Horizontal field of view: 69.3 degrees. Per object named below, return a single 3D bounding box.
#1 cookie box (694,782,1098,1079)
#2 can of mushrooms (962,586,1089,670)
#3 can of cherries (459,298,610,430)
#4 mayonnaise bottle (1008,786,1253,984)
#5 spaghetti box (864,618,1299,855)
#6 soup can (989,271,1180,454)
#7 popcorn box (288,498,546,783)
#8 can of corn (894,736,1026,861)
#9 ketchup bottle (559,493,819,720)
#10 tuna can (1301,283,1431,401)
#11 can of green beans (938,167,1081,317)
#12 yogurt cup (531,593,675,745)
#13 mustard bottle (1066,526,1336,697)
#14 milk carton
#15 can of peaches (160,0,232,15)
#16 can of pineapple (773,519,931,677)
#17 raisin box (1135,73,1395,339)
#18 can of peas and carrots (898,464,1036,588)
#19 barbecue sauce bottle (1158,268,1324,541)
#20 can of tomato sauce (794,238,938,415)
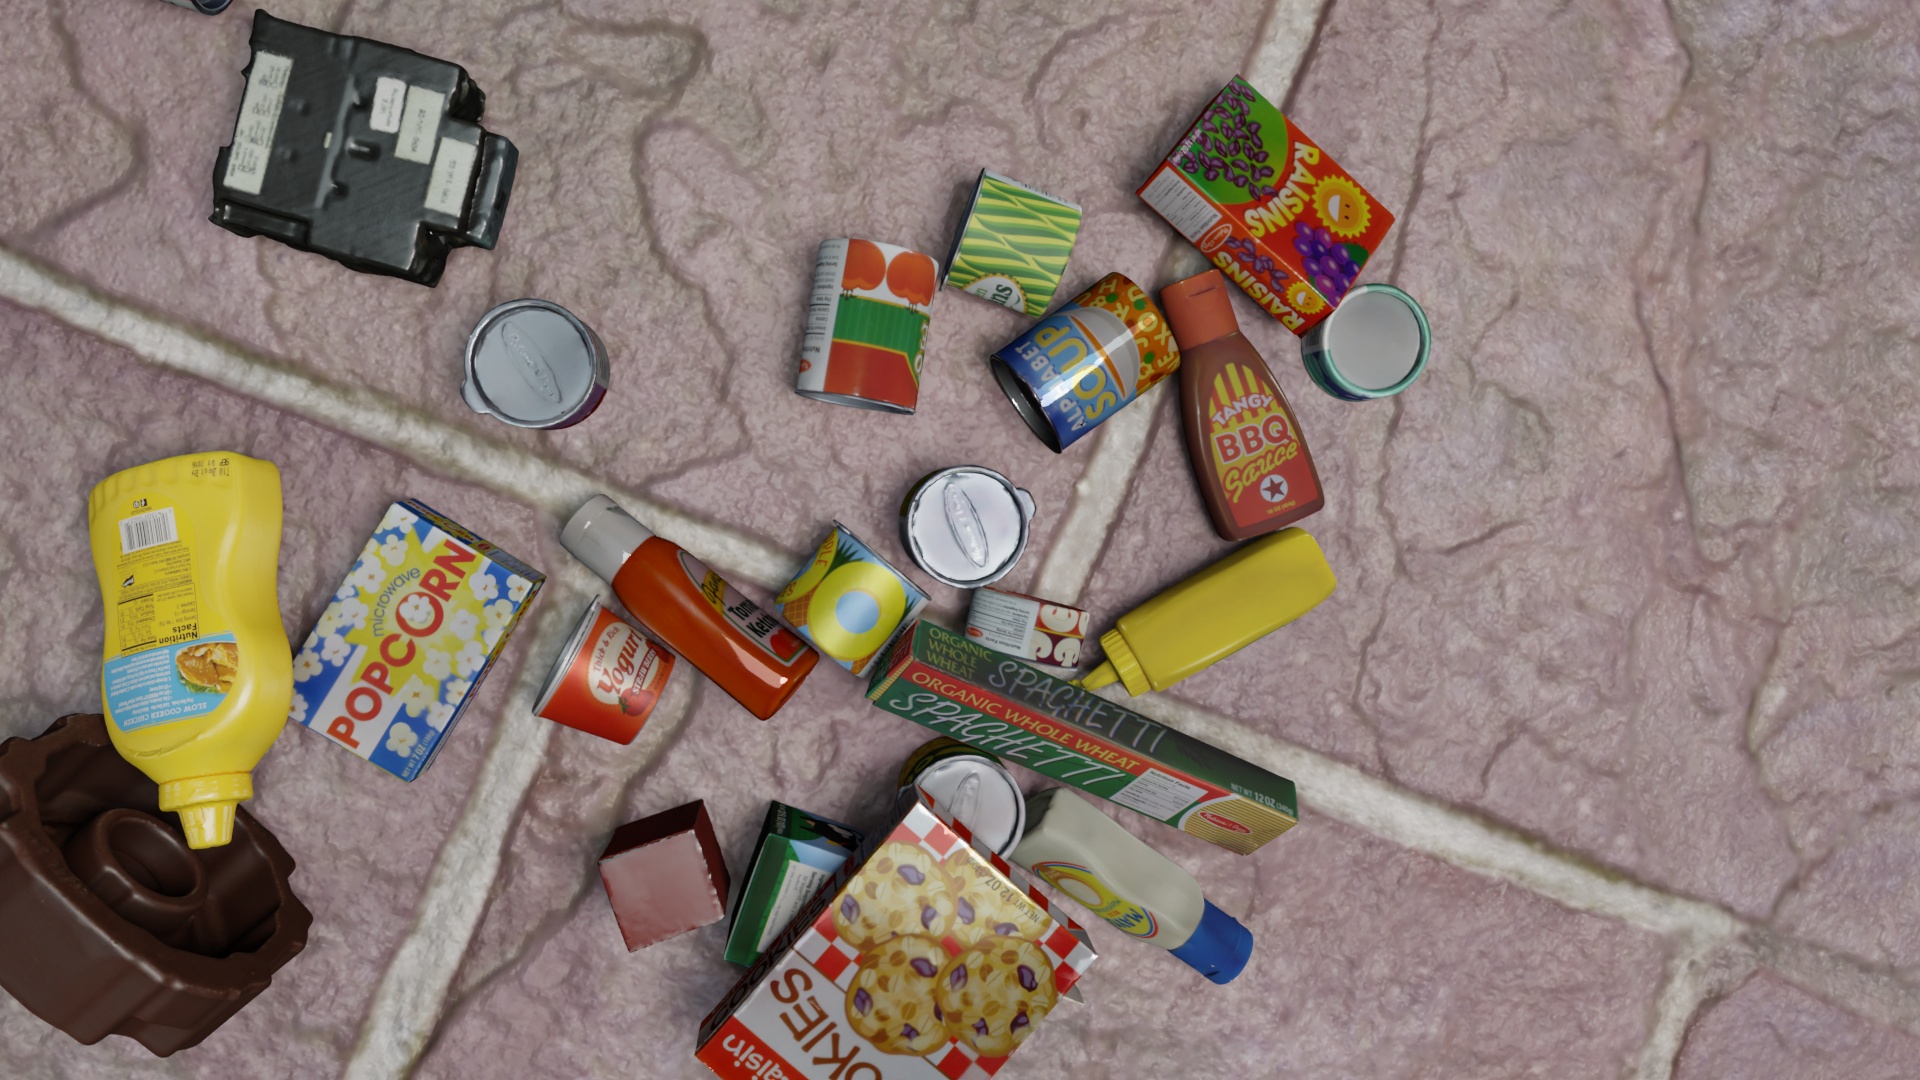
[{"bbox_3d":[-0.033,0.228,0.701,0.123,0.040,0.167,42,89,-7],"label":"cookie box"},{"bbox_3d":[0.037,0.048,0.766,0.071,0.071,0.033,13,90,-7],"label":"can of mushrooms"},{"bbox_3d":[-0.224,-0.091,0.734,0.071,0.058,0.071,0,93,-7],"label":"can of cherries"},{"bbox_3d":[0.096,0.195,0.779,0.148,0.064,0.041,36,55,-9],"label":"mayonnaise bottle"},{"bbox_3d":[0.070,0.110,0.753,0.250,0.050,0.029,25,45,-18],"label":"spaghetti box"},{"bbox_3d":[0.069,-0.098,0.761,0.084,0.071,0.071,-36,96,-4],"label":"soup can"},{"bbox_3d":[-0.293,0.053,0.739,0.085,0.038,0.126,32,88,-5],"label":"popcorn box"},{"bbox_3d":[-0.003,0.144,0.766,0.071,0.058,0.071,0,92,-7],"label":"can of corn"},{"bbox_3d":[-0.147,0.034,0.747,0.149,0.065,0.043,38,101,2],"label":"ketchup bottle"},{"bbox_3d":[0.236,-0.112,0.799,0.071,0.033,0.071,0,92,-6],"label":"tuna can"},{"bbox_3d":[0.027,-0.161,0.757,0.058,0.071,0.071,20,90,-7],"label":"can of green beans"},{"bbox_3d":[-0.189,0.074,0.741,0.054,0.072,0.072,30,88,-15],"label":"yogurt cup"},{"bbox_3d":[0.130,0.048,0.779,0.160,0.065,0.049,-29,90,1],"label":"mustard bottle"},{"bbox_3d":[-0.026,0.213,0.759,0.191,0.072,0.073,20,91,-6],"label":"milk carton"},{"bbox_3d":[-0.403,-0.309,0.701,0.058,0.071,0.071,15,90,-6],"label":"can of peaches"},{"bbox_3d":[-0.060,0.031,0.752,0.071,0.071,0.058,40,88,-6],"label":"can of pineapple"},{"bbox_3d":[0.170,-0.185,0.772,0.123,0.040,0.086,40,62,-6],"label":"raisin box"},{"bbox_3d":[0.003,-0.010,0.762,0.071,0.059,0.071,0,92,-8],"label":"can of peas and carrots"},{"bbox_3d":[0.153,-0.078,0.786,0.065,0.043,0.148,-20,94,-6],"label":"barbecue sauce bottle"},{"bbox_3d":[-0.048,-0.114,0.750,0.071,0.071,0.083,9,90,-7],"label":"can of tomato sauce"}]
